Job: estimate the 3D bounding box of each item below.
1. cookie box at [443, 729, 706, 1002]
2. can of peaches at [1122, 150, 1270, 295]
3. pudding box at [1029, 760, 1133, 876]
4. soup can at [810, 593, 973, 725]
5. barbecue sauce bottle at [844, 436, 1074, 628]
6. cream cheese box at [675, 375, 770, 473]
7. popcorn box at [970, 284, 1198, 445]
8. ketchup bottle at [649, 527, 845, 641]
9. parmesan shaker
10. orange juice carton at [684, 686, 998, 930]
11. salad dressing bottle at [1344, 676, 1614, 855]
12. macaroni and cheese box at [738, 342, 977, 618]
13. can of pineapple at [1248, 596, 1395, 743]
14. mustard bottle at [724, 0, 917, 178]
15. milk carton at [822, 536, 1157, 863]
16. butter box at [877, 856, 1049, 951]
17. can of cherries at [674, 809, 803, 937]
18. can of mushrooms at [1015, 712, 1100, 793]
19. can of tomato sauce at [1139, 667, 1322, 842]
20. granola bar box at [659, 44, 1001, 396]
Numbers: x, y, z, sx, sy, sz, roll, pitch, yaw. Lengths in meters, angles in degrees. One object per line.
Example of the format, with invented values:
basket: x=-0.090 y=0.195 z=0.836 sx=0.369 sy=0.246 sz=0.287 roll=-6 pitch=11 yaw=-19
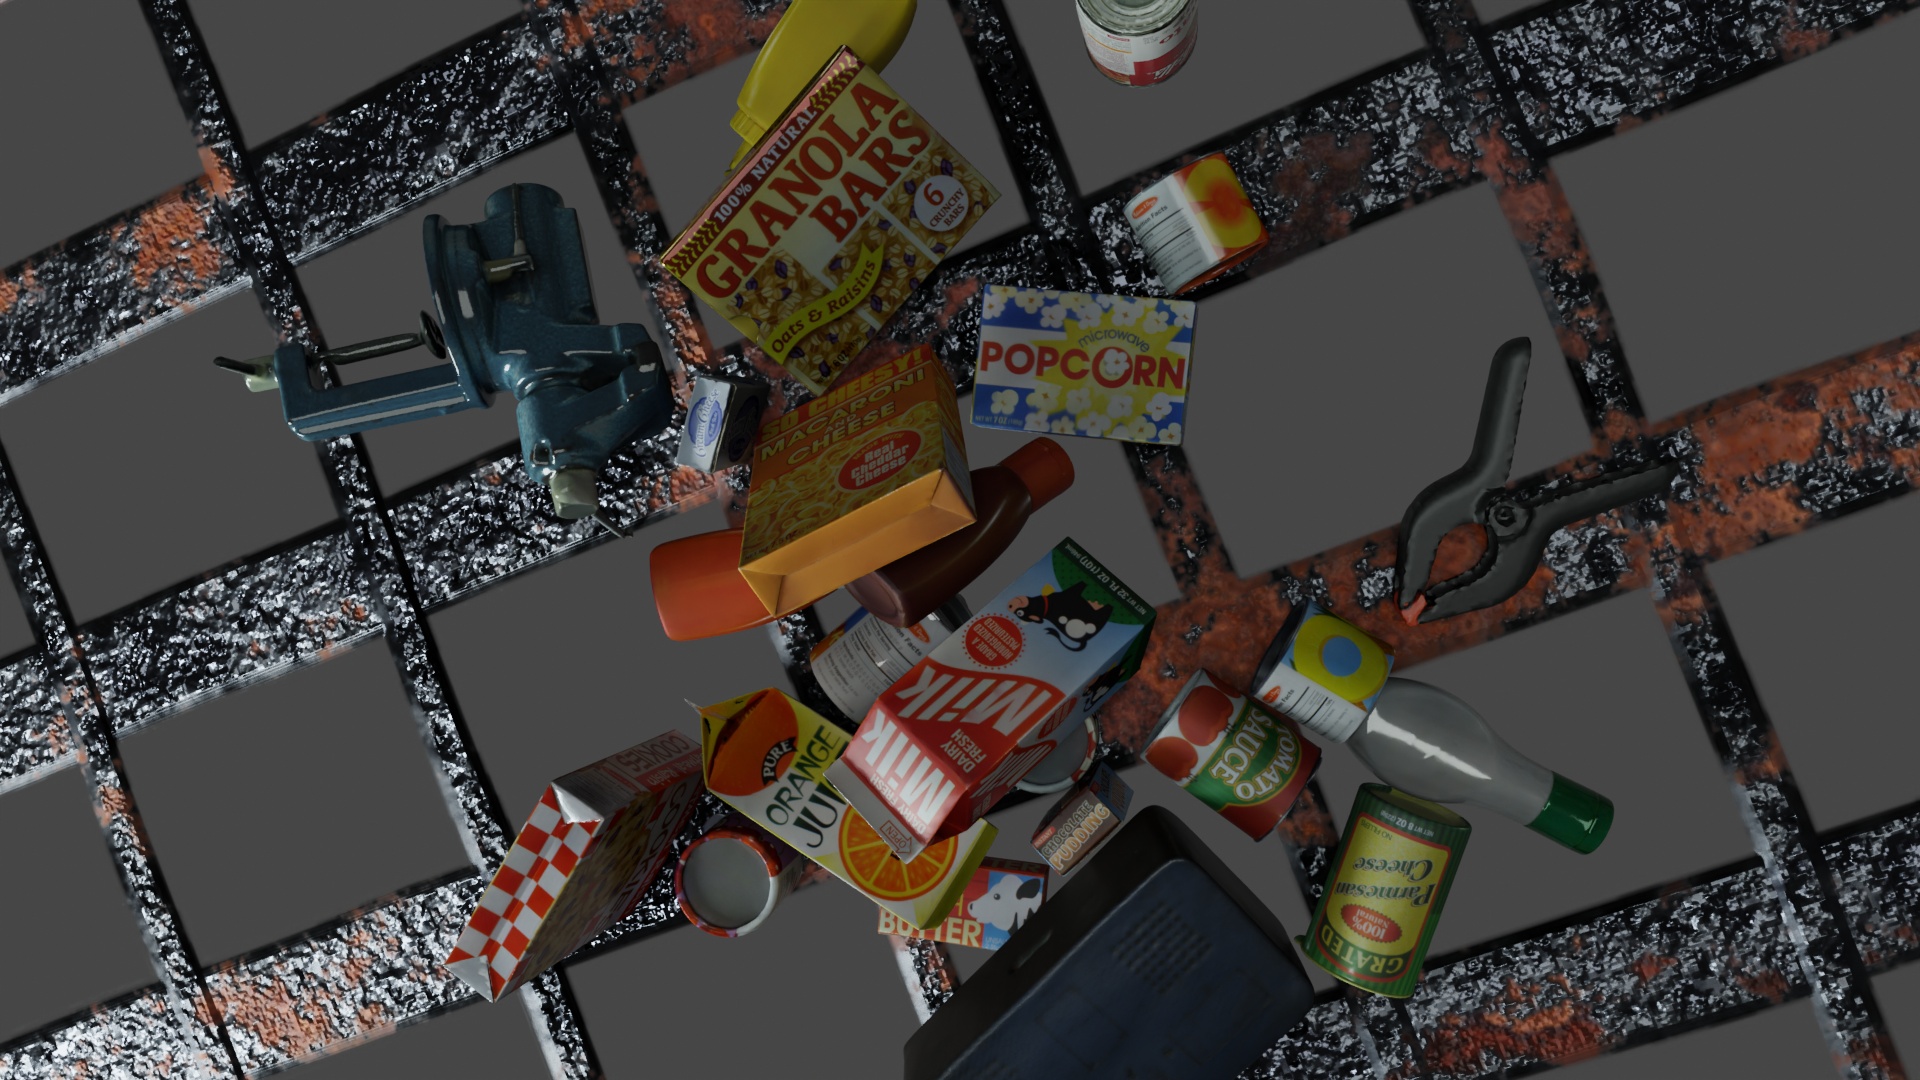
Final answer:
cookie box: x=-0.215 y=0.185 z=0.819 sx=0.040 sy=0.167 sz=0.122 roll=32 pitch=98 yaw=9
can of peaches: x=0.137 y=-0.182 z=0.799 sx=0.071 sy=0.071 sz=0.058 roll=-28 pitch=88 yaw=9
pudding box: x=0.072 y=0.162 z=0.815 sx=0.030 sy=0.084 sz=0.049 roll=45 pitch=99 yaw=7
soup can: x=-0.038 y=0.063 z=0.836 sx=0.083 sy=0.071 sz=0.071 roll=-41 pitch=86 yaw=13
barbecue sauce bottle: x=0.003 y=-0.010 z=0.800 sx=0.149 sy=0.043 sz=0.065 roll=-35 pitch=48 yaw=-28
cream cheese box: x=-0.140 y=-0.071 z=0.827 sx=0.024 sy=0.104 sz=0.053 roll=16 pitch=97 yaw=1
popcorn box: x=0.073 y=-0.104 z=0.825 sx=0.127 sy=0.038 sz=0.085 roll=6 pitch=93 yaw=9
ketchup bottle: x=-0.114 y=0.019 z=0.858 sx=0.149 sy=0.043 sz=0.064 roll=-11 pitch=92 yaw=9
parmesan shaker: x=0.242 y=0.198 z=0.799 sx=0.071 sy=0.071 sz=0.103 roll=18 pitch=95 yaw=8
orange juice carton: x=-0.079 y=0.150 z=0.830 sx=0.193 sy=0.071 sz=0.073 roll=30 pitch=80 yaw=14
salad dressing bottle: x=0.297 y=0.131 z=0.798 sx=0.148 sy=0.044 sz=0.064 roll=27 pitch=89 yaw=6
macaroni and cheese box: x=-0.059 y=-0.039 z=0.787 sx=0.123 sy=0.167 sz=0.040 roll=-25 pitch=119 yaw=10
can of pineapple: x=0.208 y=0.073 z=0.798 sx=0.058 sy=0.071 sz=0.071 roll=30 pitch=97 yaw=6
mustard bottle: x=-0.095 y=-0.279 z=0.838 sx=0.065 sy=0.049 sz=0.160 roll=41 pitch=98 yaw=-1
milk carton: x=0.017 y=0.092 z=0.775 sx=0.191 sy=0.073 sz=0.072 roll=-39 pitch=67 yaw=-22
butter box: x=0.001 y=0.221 z=0.858 sx=0.103 sy=0.024 sz=0.053 roll=6 pitch=94 yaw=9
can of cherries: x=-0.139 y=0.204 z=0.862 sx=0.071 sy=0.058 sz=0.071 roll=0 pitch=93 yaw=9
can of mushrooms: x=0.050 y=0.116 z=0.841 sx=0.071 sy=0.033 sz=0.071 roll=1 pitch=93 yaw=10
can of tomato sauce: x=0.156 y=0.123 z=0.806 sx=0.083 sy=0.071 sz=0.071 roll=35 pitch=98 yaw=6
granola bar box: x=-0.077 y=-0.187 z=0.822 sx=0.124 sy=0.039 sz=0.165 roll=40 pitch=99 yaw=-19
